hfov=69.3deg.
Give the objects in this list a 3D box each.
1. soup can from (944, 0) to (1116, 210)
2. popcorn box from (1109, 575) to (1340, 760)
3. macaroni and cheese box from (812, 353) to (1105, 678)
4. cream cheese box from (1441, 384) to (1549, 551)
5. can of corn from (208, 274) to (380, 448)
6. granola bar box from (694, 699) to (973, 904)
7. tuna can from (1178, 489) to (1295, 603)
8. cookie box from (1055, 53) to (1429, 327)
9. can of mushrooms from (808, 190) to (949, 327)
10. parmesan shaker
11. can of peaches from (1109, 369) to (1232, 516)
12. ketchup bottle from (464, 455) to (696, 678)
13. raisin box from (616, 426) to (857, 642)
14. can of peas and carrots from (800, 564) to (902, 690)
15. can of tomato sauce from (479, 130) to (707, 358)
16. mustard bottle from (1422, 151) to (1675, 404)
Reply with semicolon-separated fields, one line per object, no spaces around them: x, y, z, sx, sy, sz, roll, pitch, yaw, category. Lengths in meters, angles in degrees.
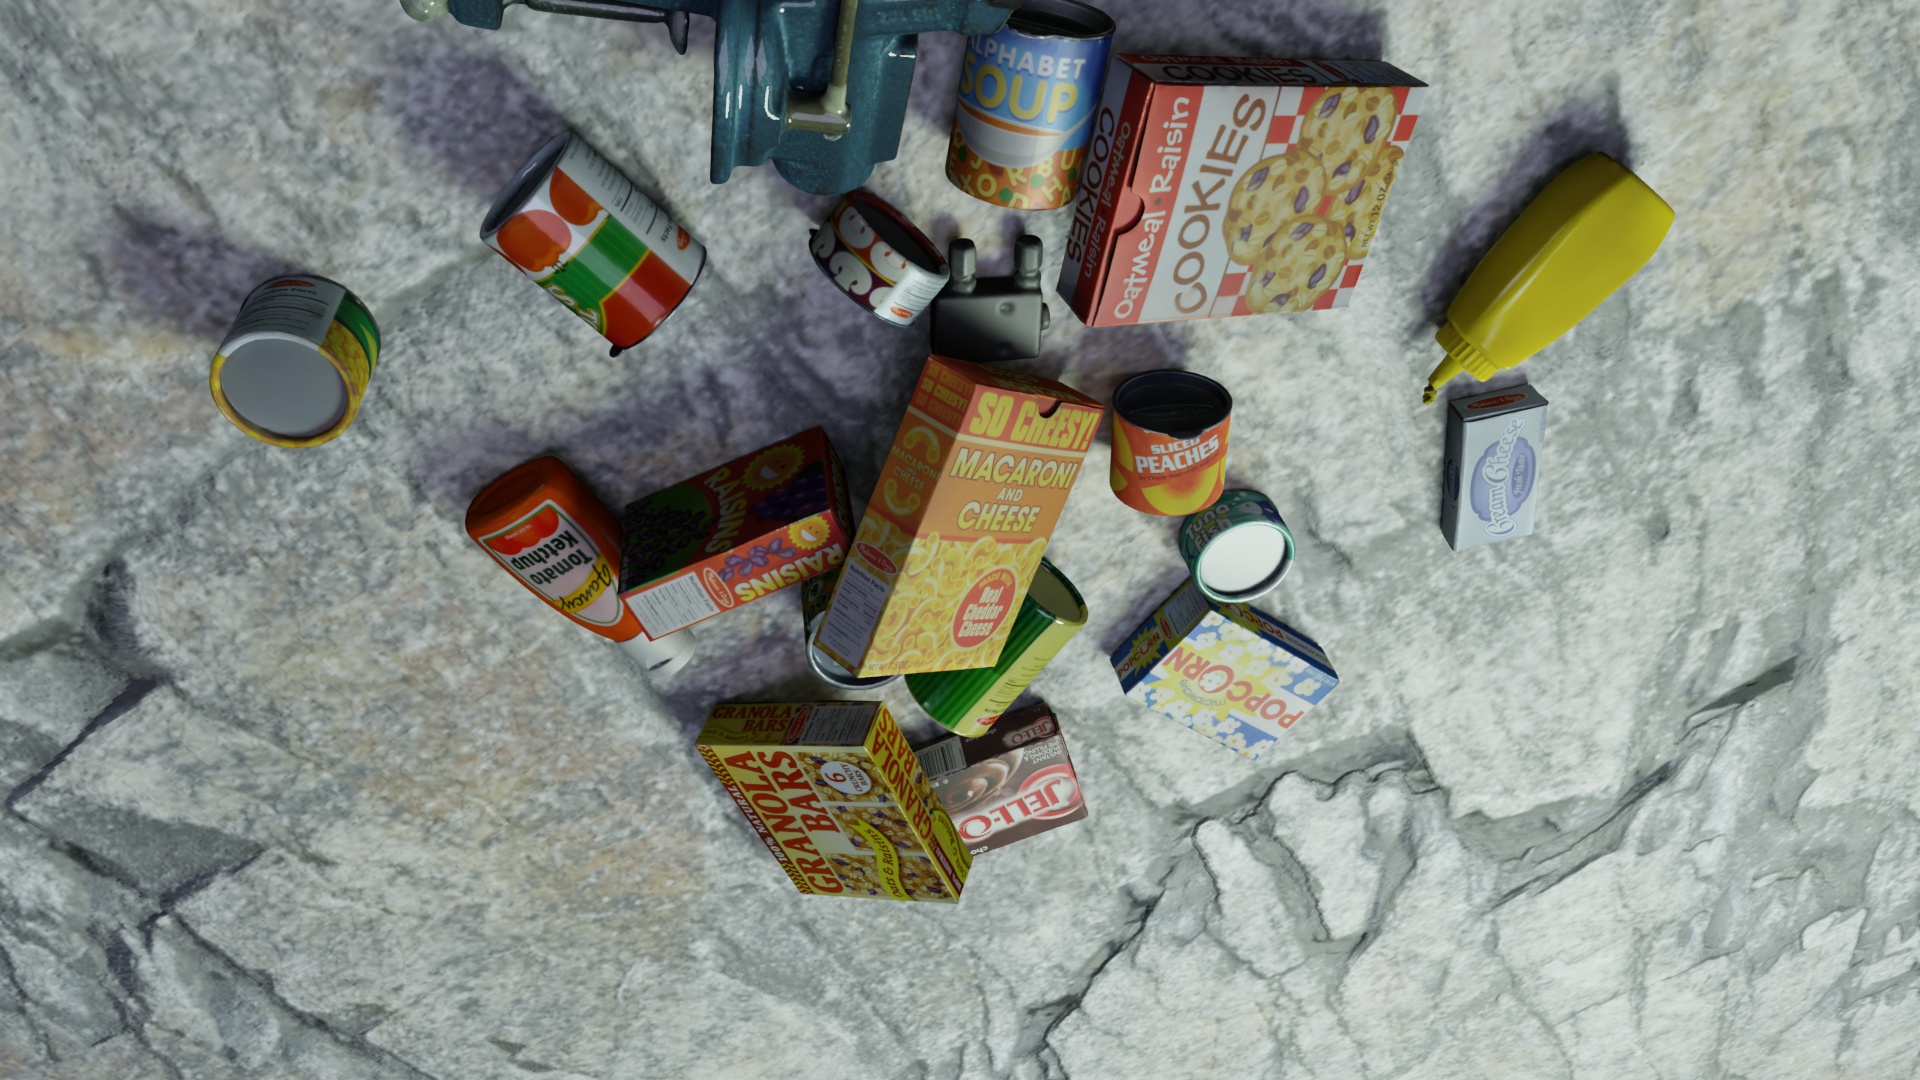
0.030;-0.205;0.649;0.071;0.072;0.083;3;126;-13;soup can
0.175;0.086;0.915;0.126;0.038;0.085;28;117;-28;popcorn box
0.003;-0.009;0.747;0.124;0.040;0.166;2;115;-53;macaroni and cheese box
0.329;-0.043;0.859;0.053;0.024;0.103;-12;128;-1;cream cheese box
-0.322;-0.085;0.676;0.071;0.058;0.070;-5;127;-7;can of corn
-0.078;0.170;0.898;0.124;0.039;0.164;-4;132;25;granola bar box
0.169;0.003;0.856;0.071;0.033;0.070;-6;127;-8;tuna can
0.138;-0.172;0.685;0.168;0.040;0.122;-8;130;-27;cookie box
-0.041;-0.141;0.687;0.071;0.071;0.033;30;116;-28;can of mushrooms
0.023;0.061;0.852;0.071;0.071;0.102;27;116;-27;parmesan shaker
0.117;-0.053;0.780;0.071;0.071;0.057;-7;128;-6;can of peaches
-0.207;0.020;0.787;0.064;0.044;0.148;-26;127;14;ketchup bottle
-0.121;-0.004;0.759;0.123;0.086;0.040;-22;126;6;raisin box
-0.063;0.045;0.824;0.071;0.059;0.070;-5;126;-7;can of peas and carrots
-0.175;-0.140;0.659;0.071;0.071;0.083;-39;123;17;can of tomato sauce
0.313;-0.137;0.770;0.065;0.049;0.159;29;117;-28;mustard bottle
